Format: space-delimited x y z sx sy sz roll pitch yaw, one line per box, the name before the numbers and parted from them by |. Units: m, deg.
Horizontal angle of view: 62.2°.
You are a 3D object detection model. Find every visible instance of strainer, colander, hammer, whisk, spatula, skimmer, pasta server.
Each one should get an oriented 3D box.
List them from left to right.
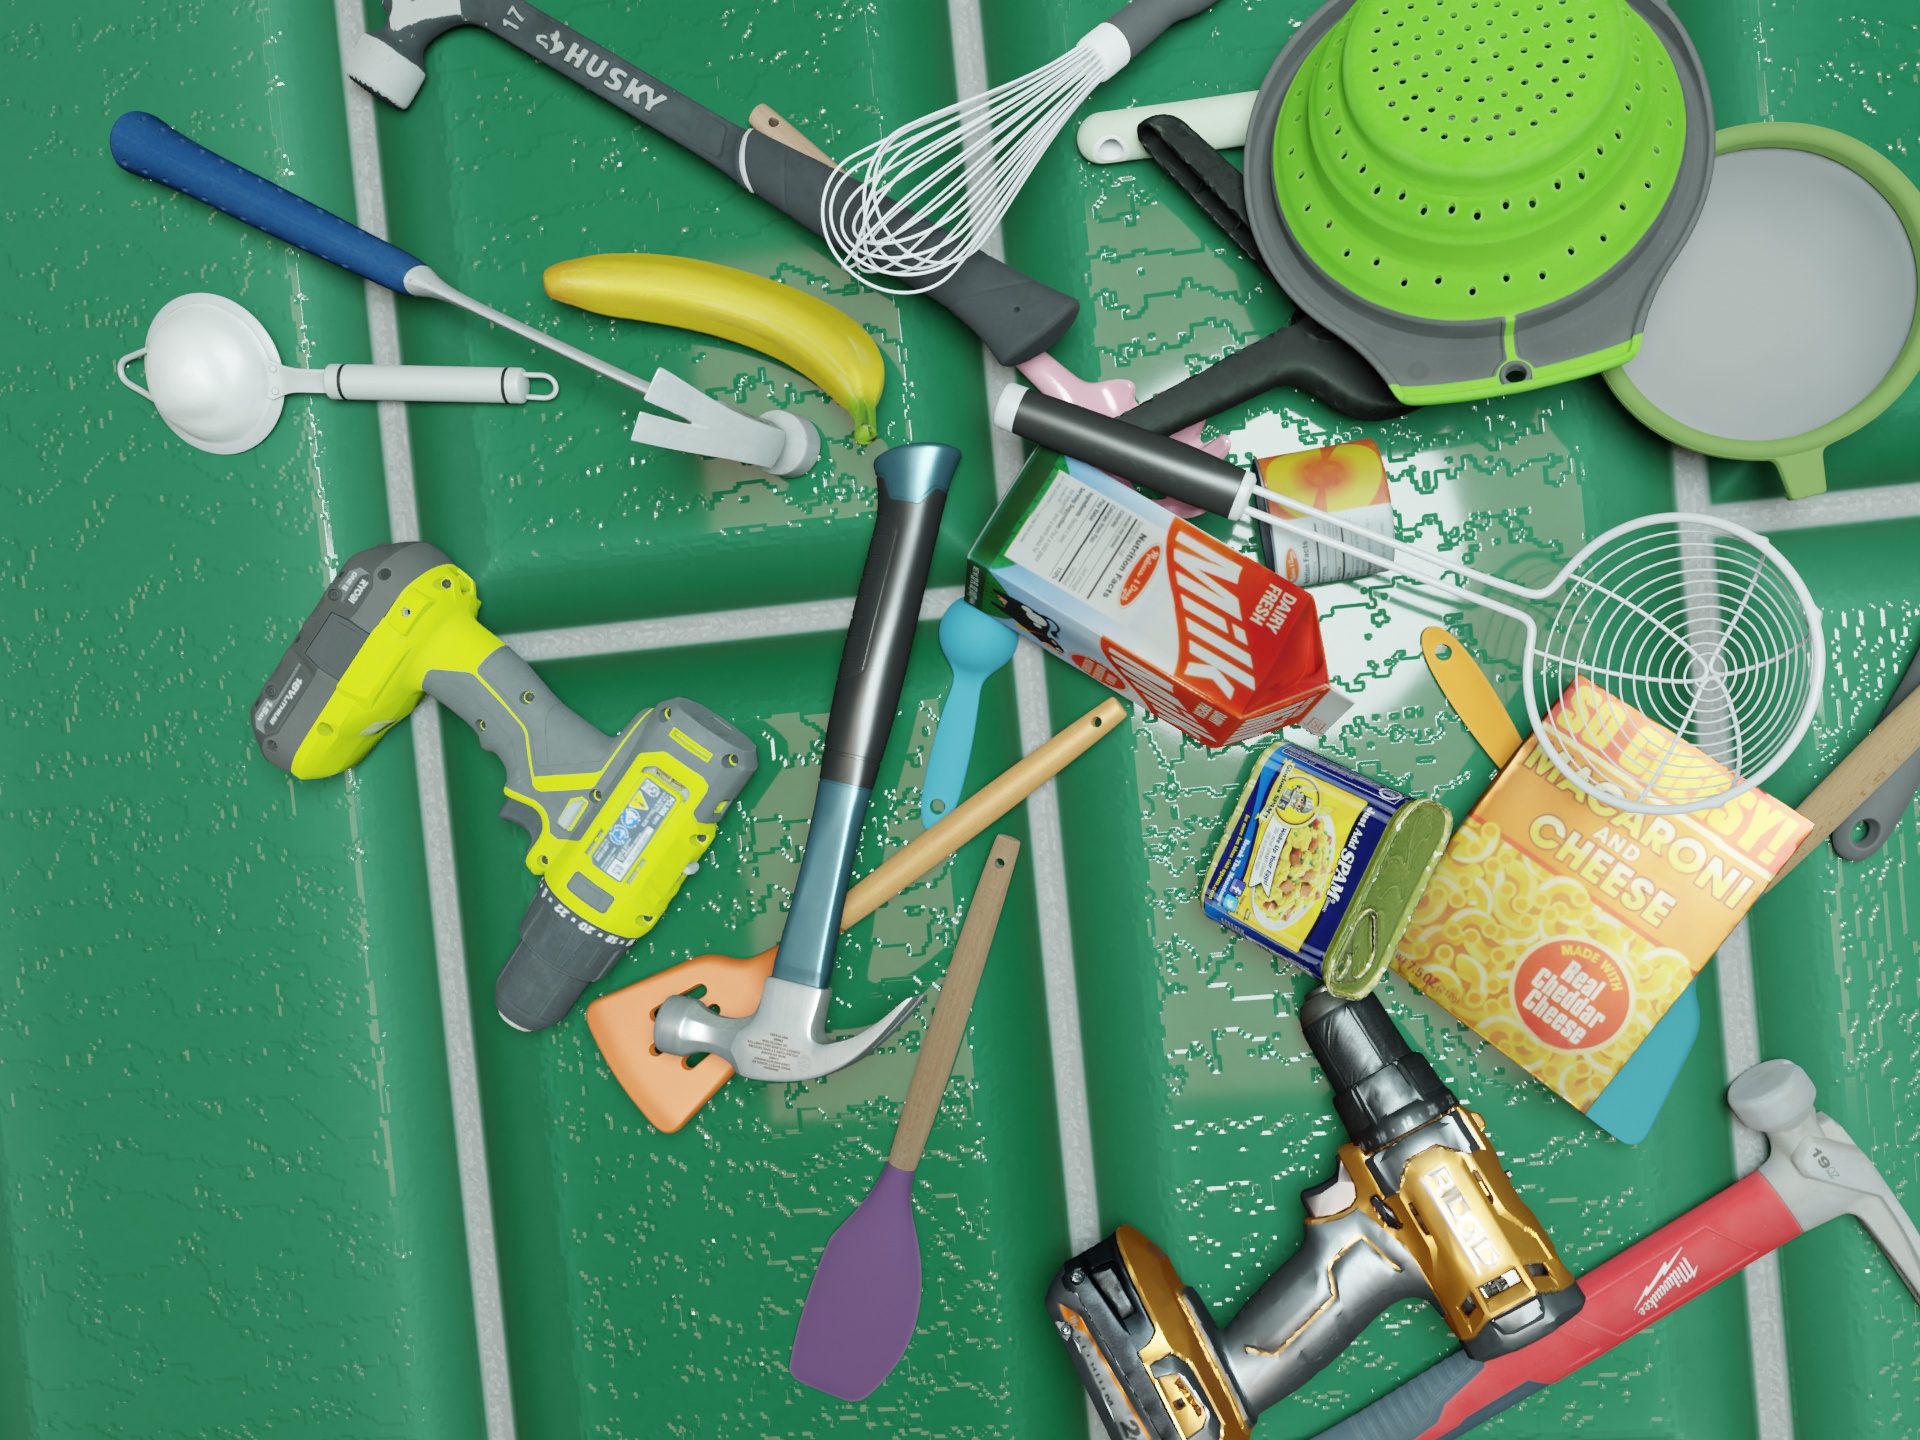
strainer | -0.343 -0.183 0.854 0.258 0.050 0.086 2 108 4
hammer | -0.269 -0.222 0.809 0.405 0.144 0.035 27 101 12
hammer | -0.118 -0.296 0.804 0.409 0.036 0.149 33 94 11
hammer | -0.056 0.019 0.802 0.128 0.033 0.331 12 85 13
spatula | -0.047 0.089 0.819 0.322 0.041 0.081 -38 79 9
spatula | -0.021 0.210 0.834 0.060 0.018 0.316 18 95 6
pasta server | 0.009 -0.211 0.806 0.316 0.040 0.060 43 78 6
whisk | 0.045 -0.299 0.753 0.070 0.070 0.284 45 74 4
whisk | 0.180 -0.301 0.780 0.246 0.057 0.059 -4 57 11
skimmer | 0.178 -0.074 0.691 0.363 0.090 0.127 23 107 9
colander | 0.213 -0.344 0.704 0.204 0.094 0.397 -10 77 13
hammer | 0.284 0.330 0.788 0.386 0.038 0.143 -35 89 7
strainer | 0.320 -0.218 0.751 0.256 0.069 0.151 28 97 11
spatula | 0.391 0.060 0.745 0.082 0.044 0.317 43 108 19
whisk | 0.472 -0.042 0.749 0.055 0.055 0.239 23 99 6

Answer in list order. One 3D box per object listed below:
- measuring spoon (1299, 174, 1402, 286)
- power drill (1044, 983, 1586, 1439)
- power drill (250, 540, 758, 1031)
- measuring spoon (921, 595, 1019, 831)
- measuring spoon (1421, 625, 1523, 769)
measuring spoon | 0.190 -0.230 0.795 0.124 0.018 0.034 45 94 -3
power drill | 0.155 0.250 0.775 0.226 0.084 0.185 -31 70 7
power drill | -0.245 0.033 0.830 0.228 0.080 0.190 36 96 2
measuring spoon | -0.001 -0.003 0.822 0.042 0.021 0.128 14 94 7
measuring spoon | 0.265 0.003 0.795 0.021 0.011 0.117 -33 84 15
